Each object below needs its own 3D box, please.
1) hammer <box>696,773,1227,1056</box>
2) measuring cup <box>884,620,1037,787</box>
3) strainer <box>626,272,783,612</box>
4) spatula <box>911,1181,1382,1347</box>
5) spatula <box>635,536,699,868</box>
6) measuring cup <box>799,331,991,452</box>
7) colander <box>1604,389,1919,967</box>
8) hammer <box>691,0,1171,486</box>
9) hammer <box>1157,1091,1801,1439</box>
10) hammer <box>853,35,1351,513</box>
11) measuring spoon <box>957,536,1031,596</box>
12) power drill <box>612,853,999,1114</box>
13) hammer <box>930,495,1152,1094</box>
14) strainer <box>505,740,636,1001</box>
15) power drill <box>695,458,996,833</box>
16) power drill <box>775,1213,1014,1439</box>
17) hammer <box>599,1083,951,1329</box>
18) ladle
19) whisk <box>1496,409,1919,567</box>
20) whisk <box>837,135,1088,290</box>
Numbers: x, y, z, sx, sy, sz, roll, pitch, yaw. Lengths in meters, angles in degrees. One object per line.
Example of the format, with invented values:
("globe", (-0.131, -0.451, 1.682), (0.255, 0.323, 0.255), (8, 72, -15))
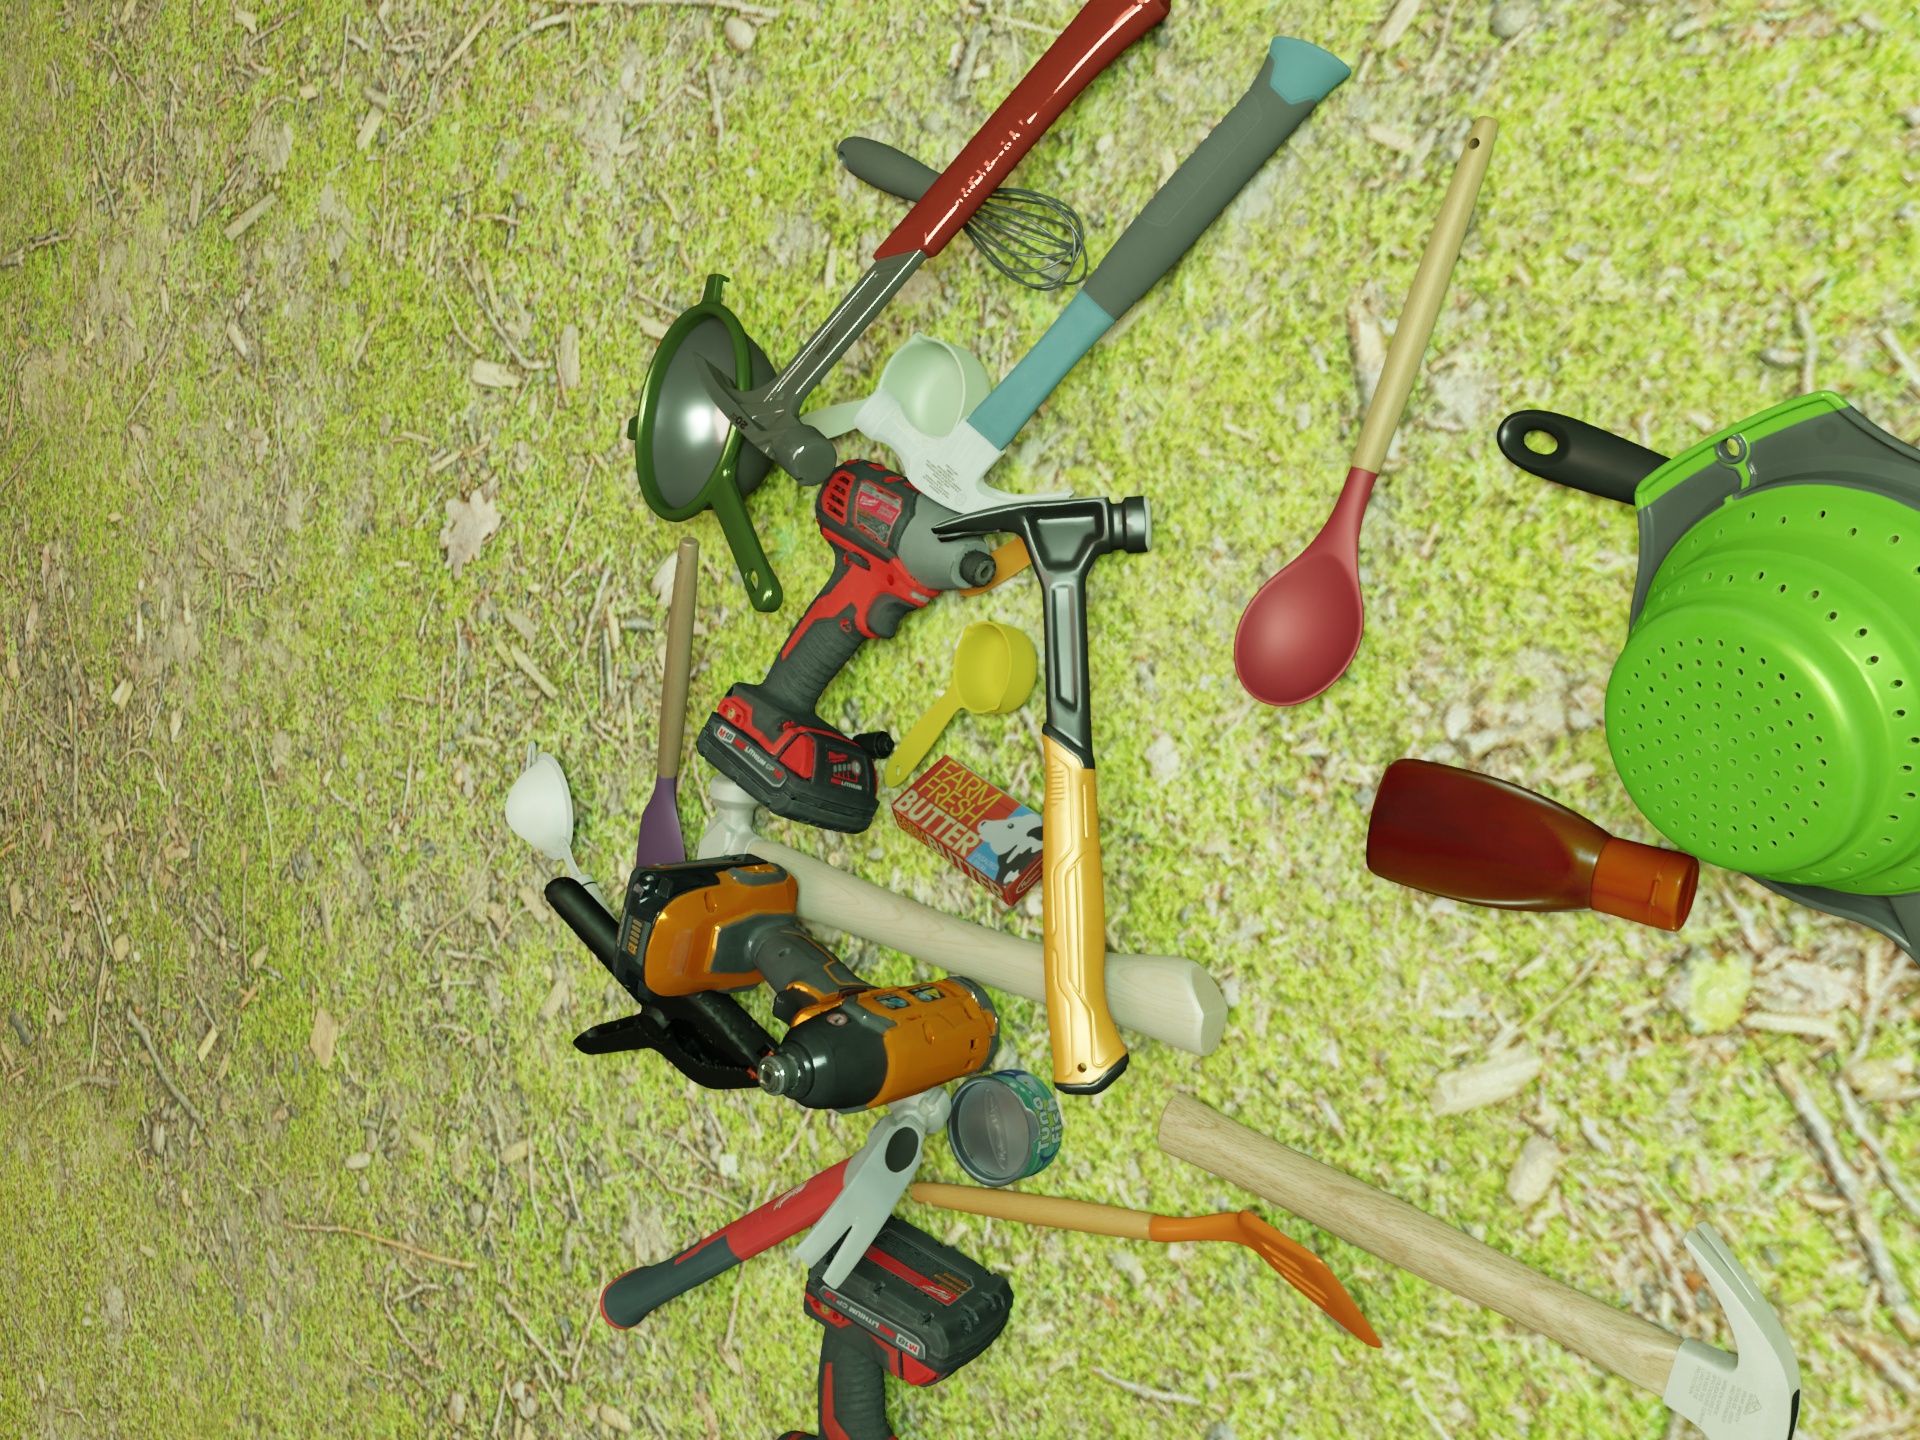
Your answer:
("hammer", (-0.020, 0.144, 1.007), (0.411, 0.038, 0.146), (13, 99, 38))
("measuring cup", (-0.002, -0.003, 1.006), (0.156, 0.029, 0.062), (-49, 50, 41))
("strainer", (-0.144, -0.167, 1.071), (0.151, 0.069, 0.257), (-51, 49, 34))
("spatula", (0.088, 0.295, 0.911), (0.323, 0.041, 0.081), (-7, 128, 41))
("spatula", (-0.202, 0.016, 1.114), (0.060, 0.018, 0.315), (34, 127, 33))
("measuring cup", (-0.047, -0.199, 1.036), (0.168, 0.038, 0.083), (-4, 87, 43))
("colander", (0.364, 0.071, 0.631), (0.204, 0.094, 0.397), (-35, 76, 62))
("hammer", (-0.013, -0.308, 0.945), (0.359, 0.036, 0.149), (-48, 49, 8))
("hammer", (0.242, 0.266, 0.799), (0.331, 0.031, 0.130), (19, 101, 37))
("hammer", (0.087, -0.249, 0.906), (0.128, 0.033, 0.331), (43, 111, -2))
("measuring spoon", (0.041, -0.104, 0.981), (0.117, 0.011, 0.021), (-28, 74, 38))
("power drill", (-0.109, 0.159, 0.953), (0.227, 0.164, 0.084), (24, 107, 37))
("hammer", (0.054, 0.040, 0.902), (0.127, 0.034, 0.337), (-4, 82, 8))
("strainer", (-0.296, 0.120, 1.225), (0.259, 0.050, 0.086), (55, 136, 22))
("power drill", (-0.066, -0.047, 1.007), (0.143, 0.078, 0.219), (32, 98, 40))
("power drill", (-0.034, 0.447, 0.988), (0.188, 0.080, 0.226), (21, 106, 30))
("hammer", (-0.150, 0.350, 1.037), (0.038, 0.143, 0.386), (45, 132, -5))
("ladle", (0.218, -0.156, 0.830), (0.069, 0.031, 0.315), (25, 103, 33))
("whisk", (0.363, -0.082, 0.697), (0.296, 0.073, 0.073), (34, 110, 40))
("whisk", (-0.004, -0.326, 1.000), (0.239, 0.055, 0.055), (38, 112, 38))
